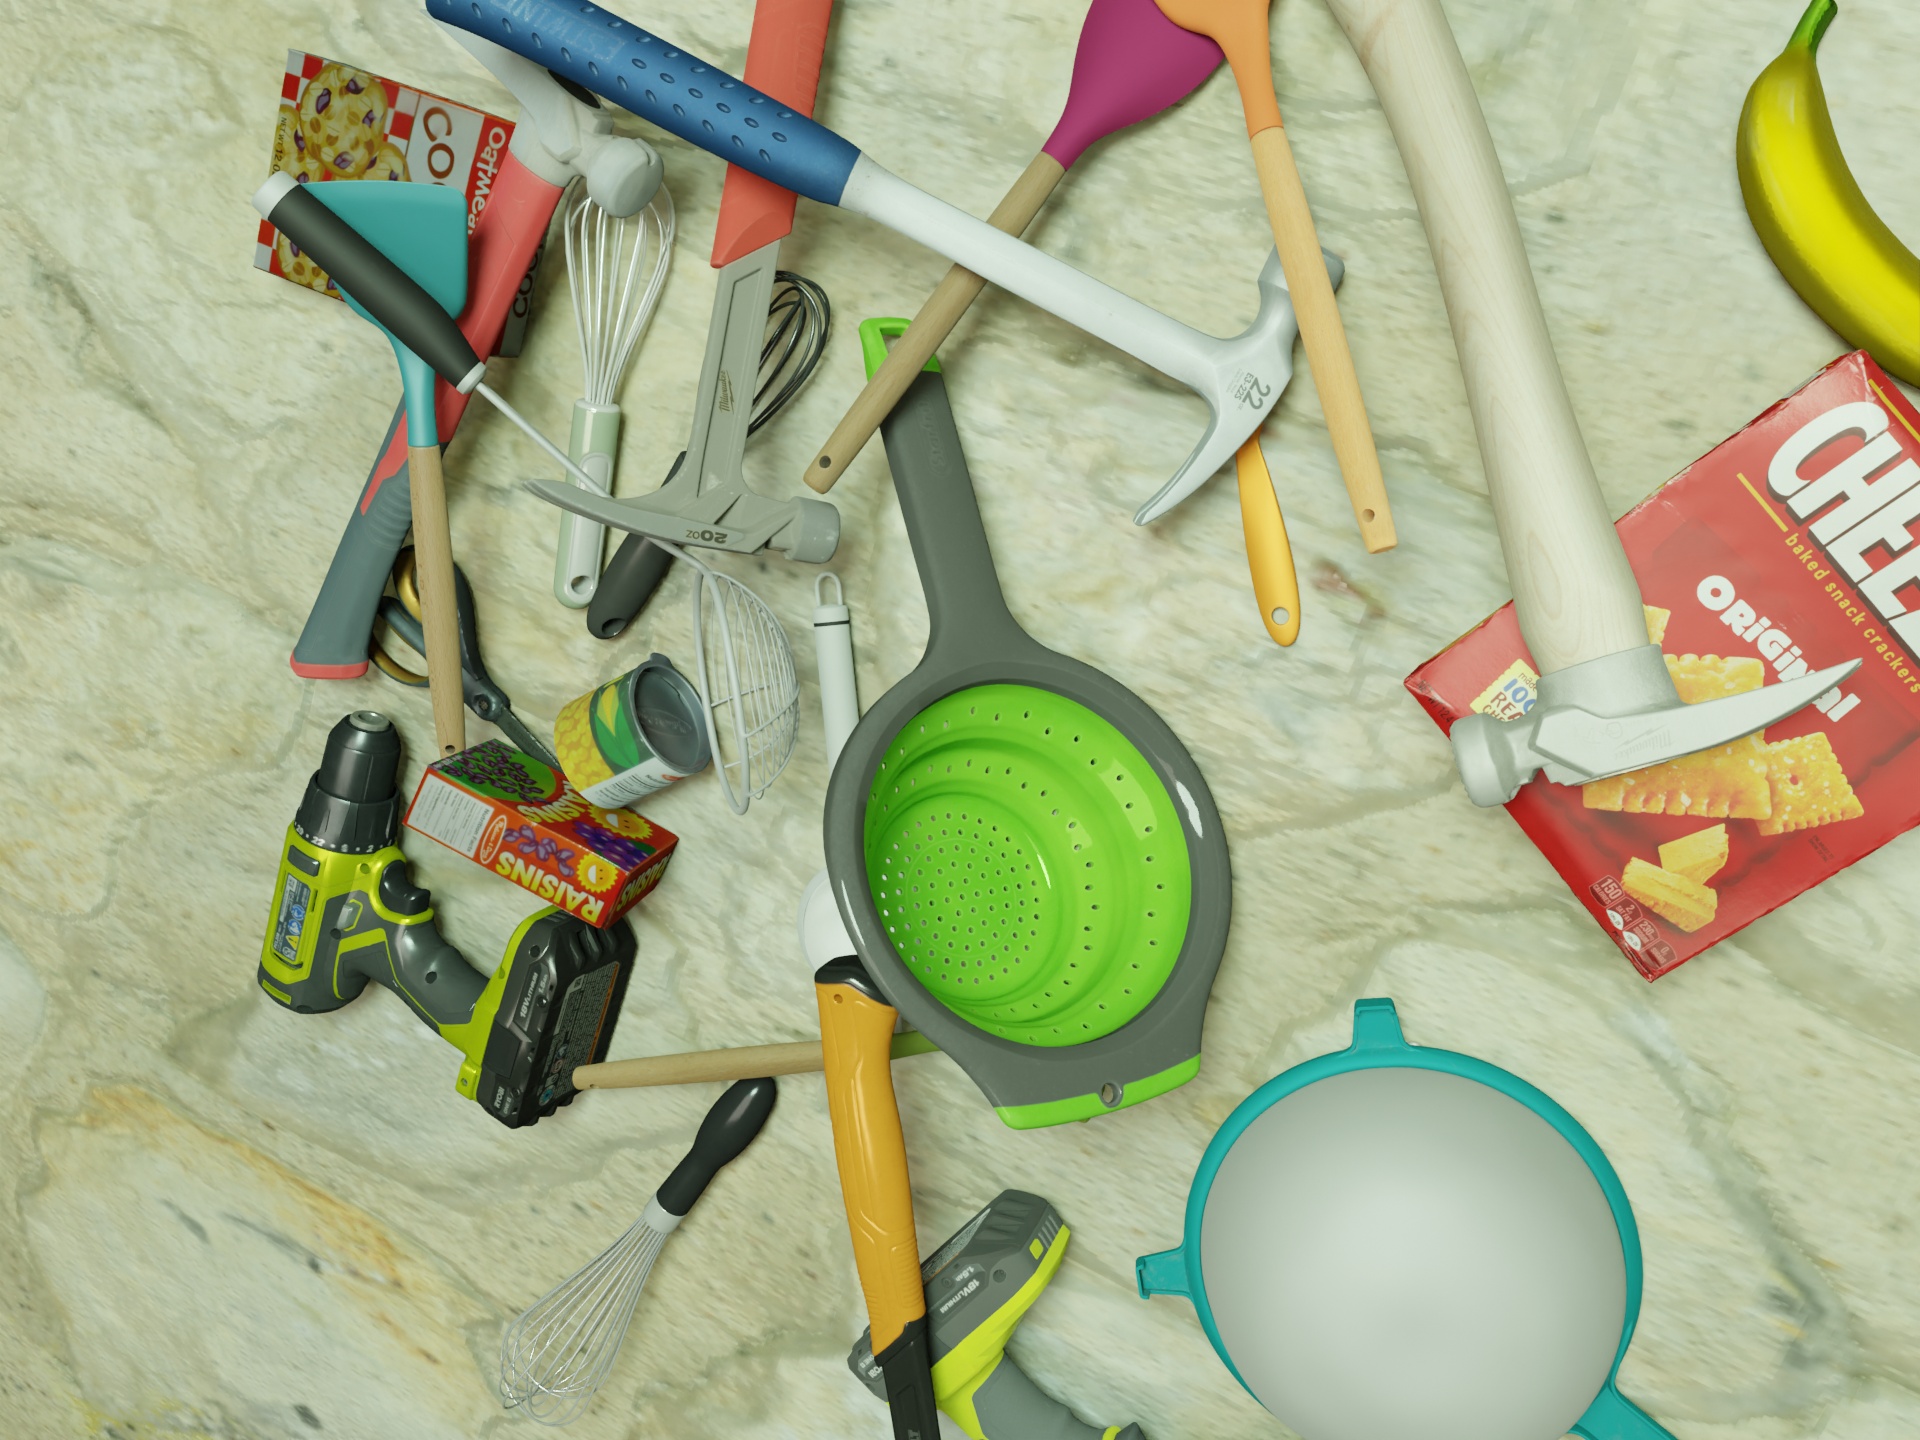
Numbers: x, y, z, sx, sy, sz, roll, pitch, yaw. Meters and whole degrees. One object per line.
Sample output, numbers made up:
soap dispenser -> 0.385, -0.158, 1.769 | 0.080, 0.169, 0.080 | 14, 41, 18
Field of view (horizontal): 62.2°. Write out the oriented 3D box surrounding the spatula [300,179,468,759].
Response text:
spatula -> -0.280, -0.115, 0.824 | 0.082, 0.044, 0.317 | -1, 113, -6

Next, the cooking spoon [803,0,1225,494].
cooking spoon -> 0.027, -0.234, 0.727 | 0.069, 0.017, 0.319 | 39, 98, 11

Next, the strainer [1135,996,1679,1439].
strainer -> 0.253, 0.301, 0.712 | 0.340, 0.095, 0.211 | 38, 104, 8

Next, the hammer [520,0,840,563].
hammer -> -0.101, -0.260, 0.744 | 0.037, 0.149, 0.359 | 10, 90, 63

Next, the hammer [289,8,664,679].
hammer -> -0.297, -0.178, 0.860 | 0.143, 0.038, 0.386 | 42, 119, 10

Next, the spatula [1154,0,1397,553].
spatula -> 0.130, -0.225, 0.665 | 0.081, 0.041, 0.323 | -19, 80, 34

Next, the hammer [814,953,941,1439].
hammer -> -0.040, 0.281, 0.786 | 0.127, 0.034, 0.337 | -4, 97, 23

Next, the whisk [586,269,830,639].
whisk -> -0.141, -0.134, 0.838 | 0.055, 0.055, 0.239 | 42, 116, 11

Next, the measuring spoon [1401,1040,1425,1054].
measuring spoon -> 0.208, 0.213, 0.766 | 0.034, 0.018, 0.124 | 11, 105, 21

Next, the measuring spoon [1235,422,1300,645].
measuring spoon -> 0.141, -0.091, 0.744 | 0.021, 0.011, 0.117 | -10, 95, 24

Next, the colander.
colander -> -0.001, -0.002, 0.775 | 0.094, 0.204, 0.397 | -38, 64, 58

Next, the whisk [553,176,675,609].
whisk -> -0.193, -0.176, 0.853 | 0.059, 0.057, 0.246 | 38, 122, 51

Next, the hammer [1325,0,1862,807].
hammer -> 0.219, -0.180, 0.636 | 0.146, 0.038, 0.411 | -19, 80, 26

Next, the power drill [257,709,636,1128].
power drill -> -0.310, 0.117, 0.939 | 0.229, 0.080, 0.190 | 26, 109, 19

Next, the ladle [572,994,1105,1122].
ladle -> -0.075, 0.190, 0.850 | 0.320, 0.062, 0.078 | -10, 136, 21

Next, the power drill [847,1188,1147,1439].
power drill -> 0.066, 0.364, 0.826 | 0.223, 0.080, 0.171 | 45, 113, 6

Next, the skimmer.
skimmer -> -0.211, -0.102, 0.776 | 0.363, 0.127, 0.090 | 44, 84, -18

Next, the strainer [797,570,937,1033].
strainer -> -0.060, 0.050, 0.841 | 0.087, 0.050, 0.258 | -4, 95, 24

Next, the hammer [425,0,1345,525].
hammer -> -0.041, -0.227, 0.699 | 0.405, 0.035, 0.144 | 26, 99, -5

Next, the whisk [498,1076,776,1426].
whisk -> -0.191, 0.309, 0.935 | 0.070, 0.070, 0.284 | 40, 106, 12
